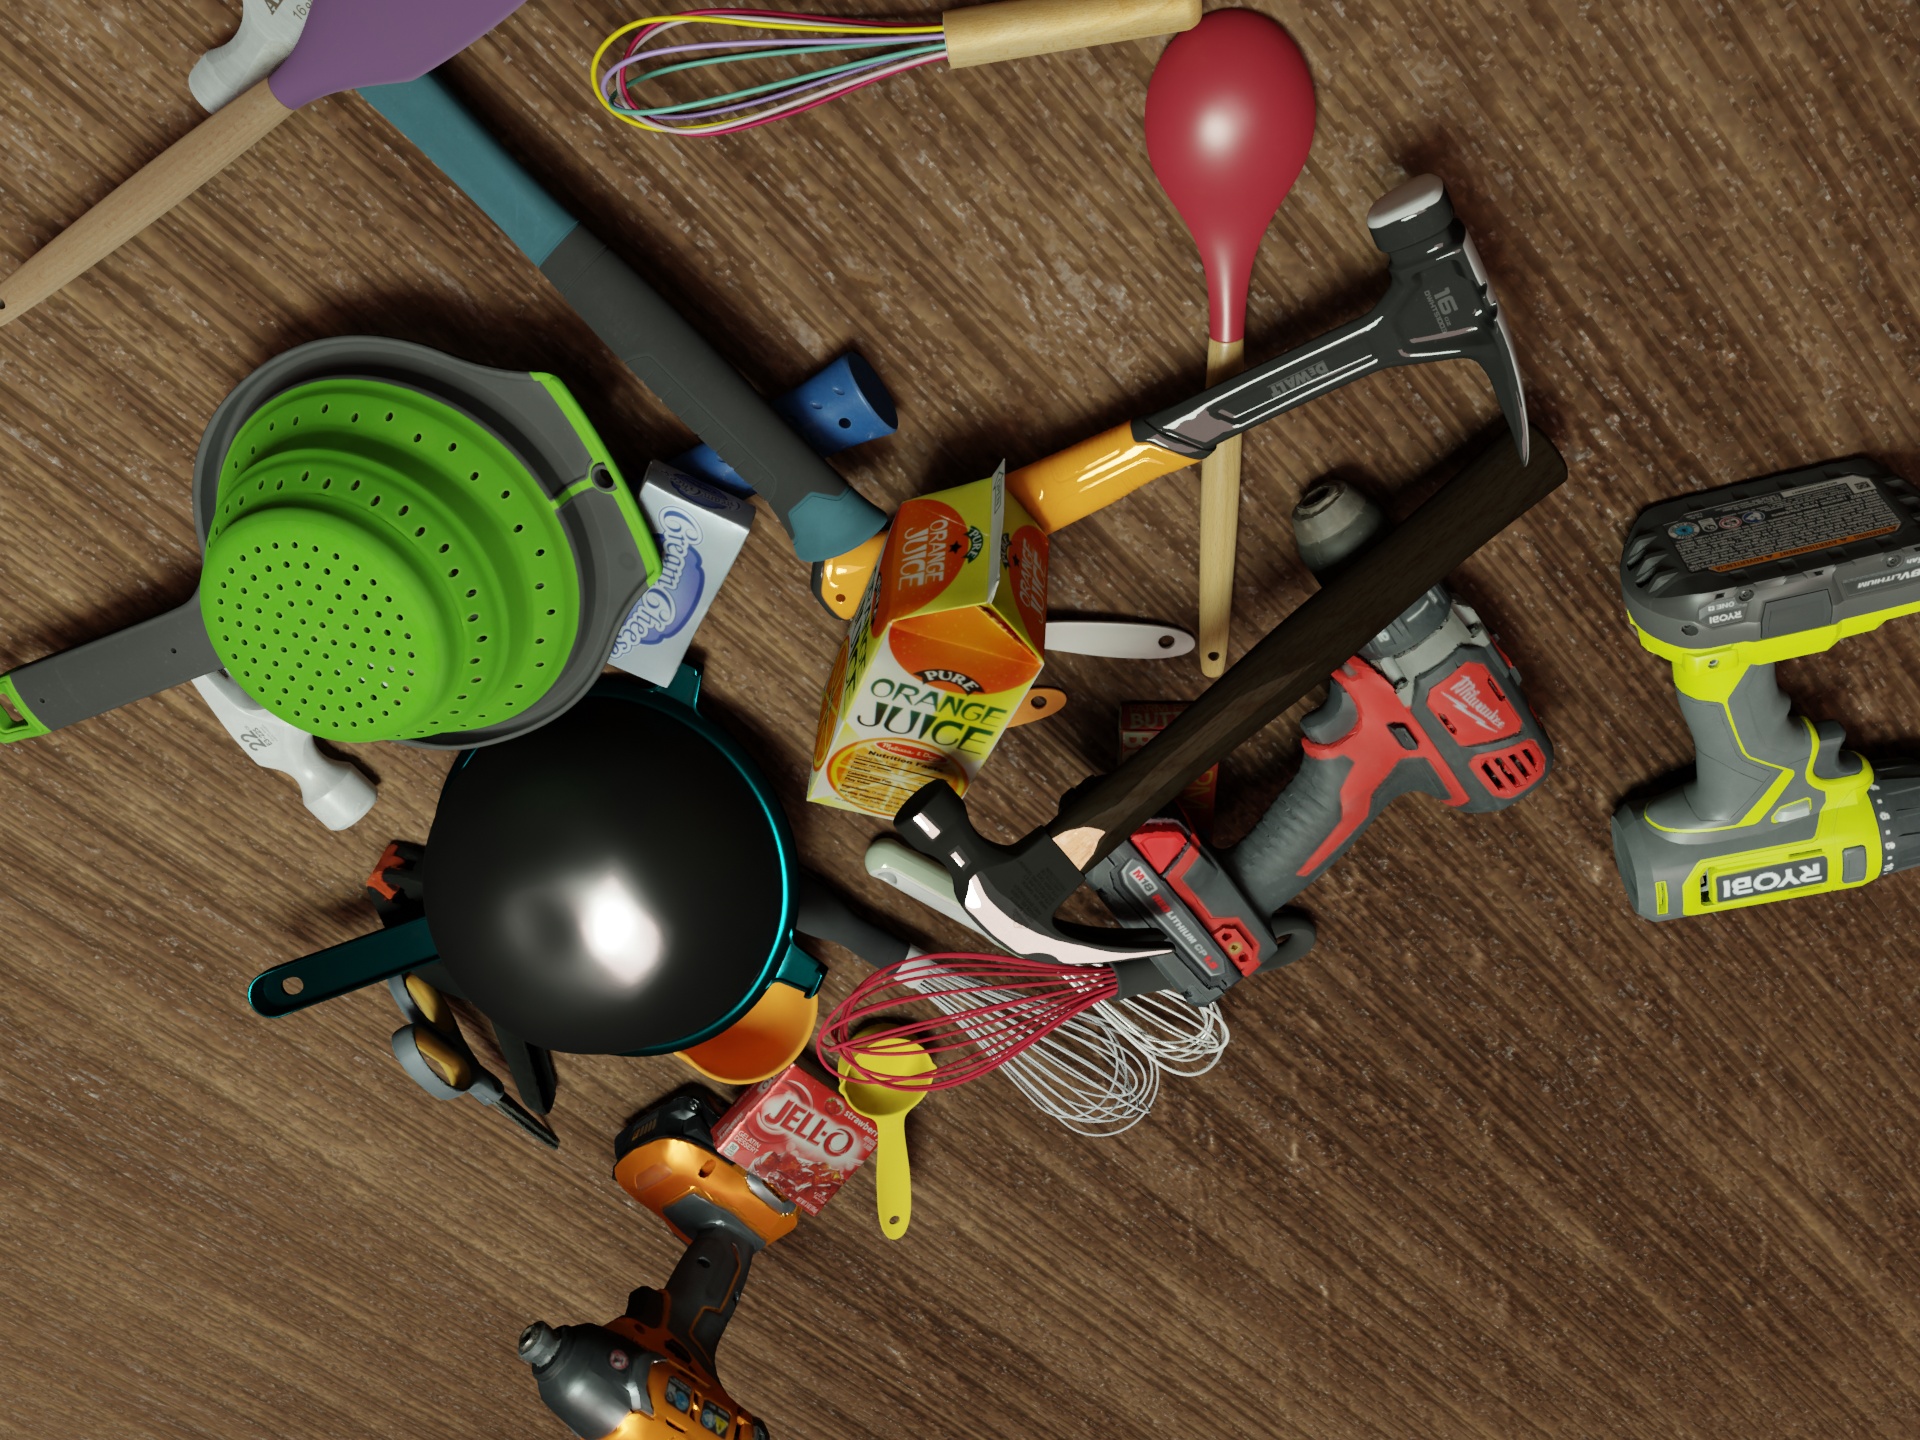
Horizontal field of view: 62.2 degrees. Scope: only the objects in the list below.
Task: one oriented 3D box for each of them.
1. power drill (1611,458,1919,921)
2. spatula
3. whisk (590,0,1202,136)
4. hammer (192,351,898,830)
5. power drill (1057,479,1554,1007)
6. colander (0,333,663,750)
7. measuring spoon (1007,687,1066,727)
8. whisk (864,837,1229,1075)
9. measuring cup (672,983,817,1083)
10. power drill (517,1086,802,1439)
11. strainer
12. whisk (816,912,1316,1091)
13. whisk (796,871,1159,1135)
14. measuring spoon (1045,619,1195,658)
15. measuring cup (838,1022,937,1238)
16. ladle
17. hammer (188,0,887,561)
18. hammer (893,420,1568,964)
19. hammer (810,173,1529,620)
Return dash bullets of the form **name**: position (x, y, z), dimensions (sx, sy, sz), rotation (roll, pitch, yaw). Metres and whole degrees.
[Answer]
- **power drill**: position (0.415, -0.005, 0.770), dimensions (0.190, 0.080, 0.228), rotation (-13, 127, 13)
- **spatula**: position (-0.292, -0.241, 0.639), dimensions (0.316, 0.018, 0.059), rotation (-25, 108, 21)
- **whisk**: position (-0.027, -0.269, 0.630), dimensions (0.245, 0.051, 0.047), rotation (-7, 119, 5)
- **hammer**: position (-0.215, -0.073, 0.786), dimensions (0.405, 0.035, 0.144), rotation (-25, 121, 20)
- **power drill**: position (0.157, 0.011, 0.777), dimensions (0.226, 0.080, 0.187), rotation (-37, 111, 7)
- **colander**: position (-0.335, -0.036, 0.731), dimensions (0.397, 0.095, 0.204), rotation (-16, 115, 20)
- **measuring spoon**: position (-0.001, -0.003, 0.841), dimensions (0.117, 0.011, 0.021), rotation (-11, 121, 7)
- **whisk**: position (0.052, 0.133, 0.913), dimensions (0.246, 0.059, 0.058), rotation (30, 150, -12)
- **measuring cup**: position (-0.151, 0.125, 0.915), dimensions (0.095, 0.052, 0.173), rotation (-30, 99, -24)
- **power drill**: position (-0.178, 0.339, 0.962), dimensions (0.084, 0.227, 0.164), rotation (-34, 117, 25)
- **strainer**: position (-0.254, 0.110, 0.835), dimensions (0.340, 0.095, 0.211), rotation (-20, 97, 14)
- **whisk**: position (0.065, 0.145, 0.864), dimensions (0.295, 0.073, 0.073), rotation (-10, 128, -18)
- **whisk**: position (-0.002, 0.158, 0.931), dimensions (0.284, 0.070, 0.070), rotation (33, 122, -13)
- **measuring spoon**: position (0.057, -0.046, 0.804), dimensions (0.124, 0.018, 0.034), rotation (4, 126, -8)
- **measuring cup**: position (-0.047, 0.258, 0.998), dimensions (0.062, 0.029, 0.156), rotation (-8, 116, -15)
- **ladle**: position (0.117, -0.149, 0.716), dimensions (0.069, 0.031, 0.315), rotation (0, 127, 6)
- **hammer**: position (-0.160, -0.190, 0.675), dimensions (0.128, 0.033, 0.330), rotation (-38, 107, 26)
- **hammer**: position (0.135, -0.013, 0.715), dimensions (0.331, 0.031, 0.130), rotation (-40, 104, 4)
- **hammer**: position (0.078, -0.112, 0.716), dimensions (0.337, 0.034, 0.127), rotation (-21, 121, 26)
